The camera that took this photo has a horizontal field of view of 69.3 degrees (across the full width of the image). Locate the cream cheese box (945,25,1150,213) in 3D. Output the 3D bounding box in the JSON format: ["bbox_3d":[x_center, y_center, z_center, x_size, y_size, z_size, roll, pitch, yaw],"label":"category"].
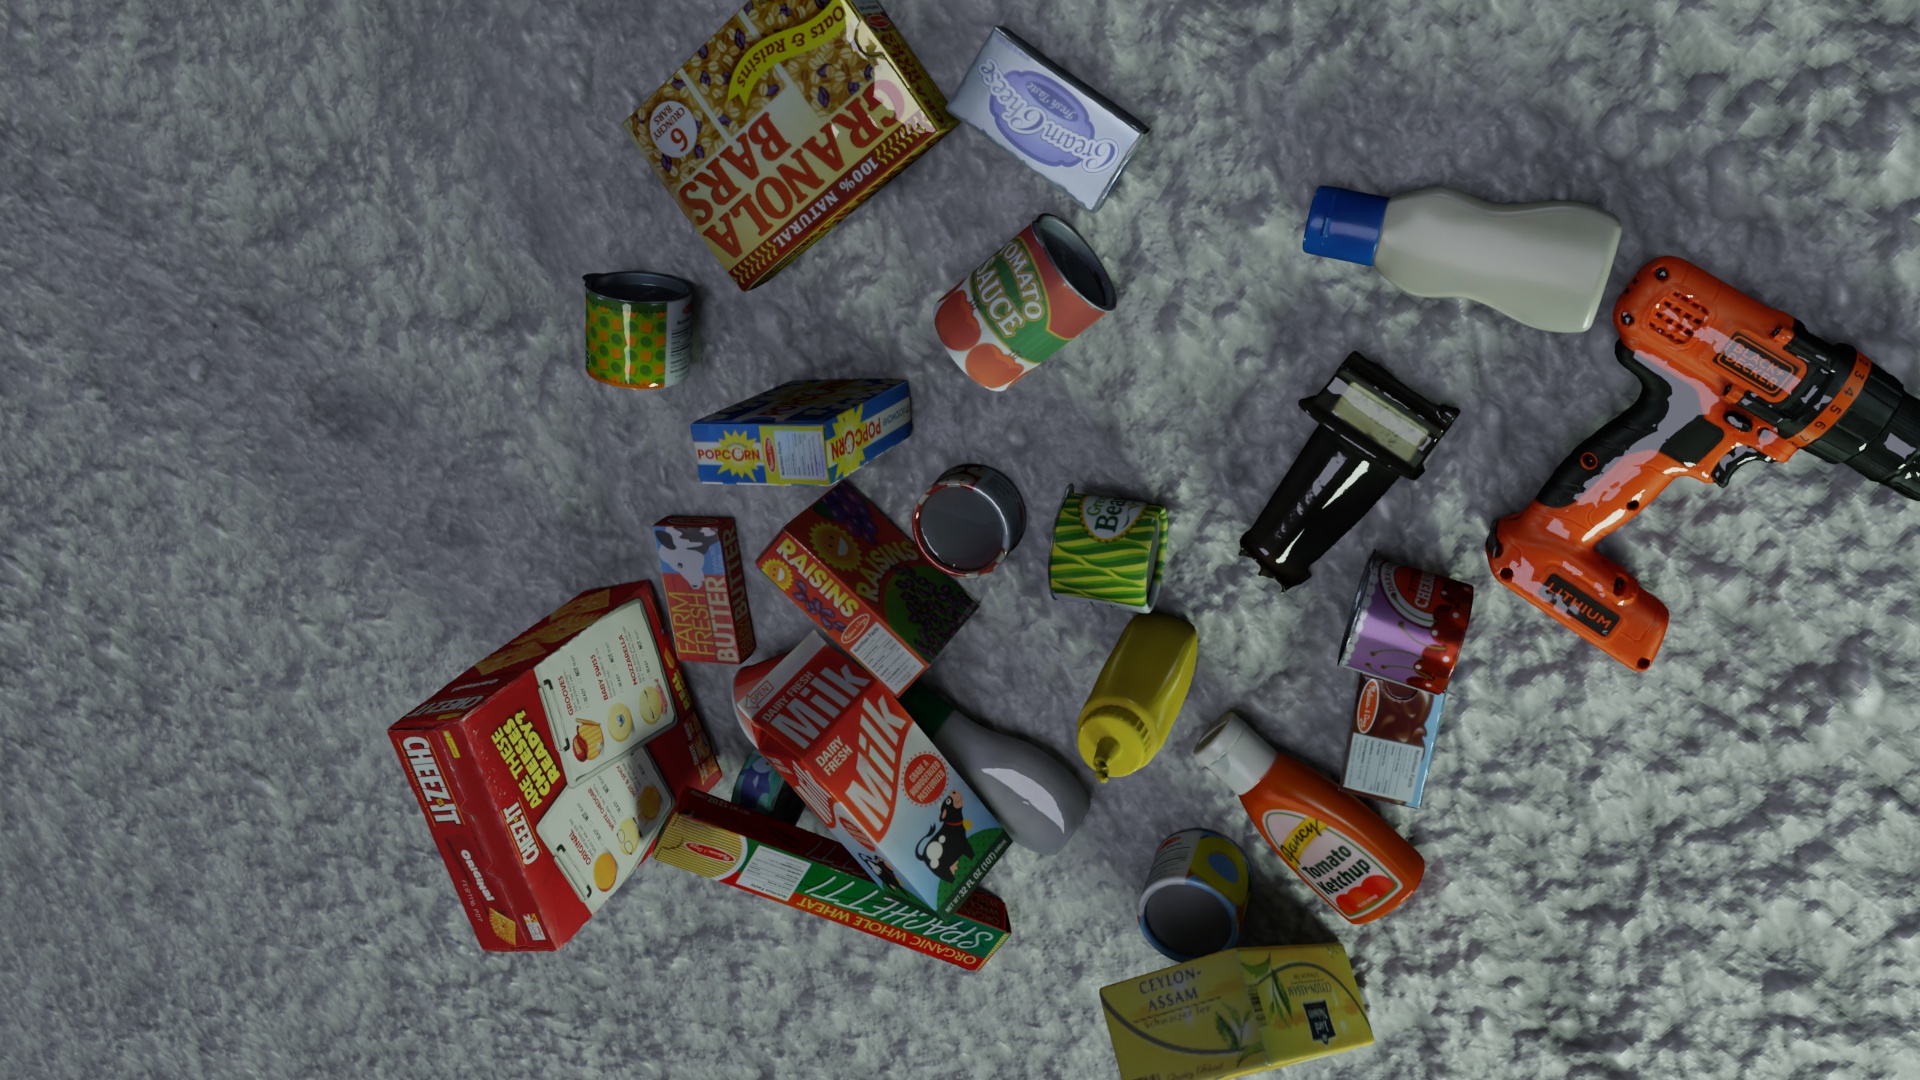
[{"bbox_3d":[0.048,-0.233,0.768,0.104,0.024,0.053,37,119,4],"label":"cream cheese box"}]

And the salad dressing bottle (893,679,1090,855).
[{"bbox_3d":[0.015,0.148,0.924,0.148,0.044,0.064,36,124,6],"label":"salad dressing bottle"}]

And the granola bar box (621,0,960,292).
[{"bbox_3d":[-0.102,-0.243,0.813,0.165,0.039,0.124,-33,97,29],"label":"granola bar box"}]

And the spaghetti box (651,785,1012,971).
[{"bbox_3d":[-0.085,0.235,0.954,0.250,0.029,0.050,24,120,-15],"label":"spaghetti box"}]

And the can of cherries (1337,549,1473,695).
[{"bbox_3d":[0.250,0.046,0.778,0.058,0.072,0.071,17,116,14],"label":"can of cherries"}]

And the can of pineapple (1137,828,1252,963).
[{"bbox_3d":[0.153,0.231,0.895,0.071,0.058,0.070,7,113,18],"label":"can of pineapple"}]

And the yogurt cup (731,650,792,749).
[{"bbox_3d":[-0.115,0.107,0.946,0.054,0.072,0.072,-28,99,20],"label":"yogurt cup"}]

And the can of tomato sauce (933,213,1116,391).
[{"bbox_3d":[0.034,-0.134,0.787,0.083,0.071,0.071,-35,96,29],"label":"can of tomato sauce"}]

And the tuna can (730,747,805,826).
[{"bbox_3d":[-0.133,0.179,0.978,0.033,0.071,0.070,16,116,16],"label":"tuna can"}]

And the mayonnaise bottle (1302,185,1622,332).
[{"bbox_3d":[0.254,-0.151,0.713,0.148,0.041,0.064,16,114,16],"label":"mayonnaise bottle"}]

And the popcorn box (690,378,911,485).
[{"bbox_3d":[-0.091,-0.067,0.829,0.085,0.127,0.038,2,108,20],"label":"popcorn box"}]

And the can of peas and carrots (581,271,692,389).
[{"bbox_3d":[-0.207,-0.134,0.881,0.071,0.071,0.058,14,116,15],"label":"can of peas and carrots"}]

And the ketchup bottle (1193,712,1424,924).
[{"bbox_3d":[0.210,0.168,0.856,0.149,0.044,0.064,42,130,1],"label":"ketchup bottle"}]

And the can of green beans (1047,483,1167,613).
[{"bbox_3d":[0.089,0.007,0.825,0.058,0.071,0.071,8,114,17],"label":"can of green beans"}]

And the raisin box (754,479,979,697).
[{"bbox_3d":[-0.058,0.028,0.878,0.123,0.086,0.040,43,124,0],"label":"raisin box"}]

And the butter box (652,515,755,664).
[{"bbox_3d":[-0.177,0.034,0.962,0.053,0.024,0.103,1,111,21],"label":"butter box"}]

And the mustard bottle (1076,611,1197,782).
[{"bbox_3d":[0.099,0.095,0.803,0.049,0.161,0.065,15,114,16],"label":"mustard bottle"}]

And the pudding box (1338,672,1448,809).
[{"bbox_3d":[0.257,0.113,0.824,0.050,0.030,0.083,11,114,18],"label":"pudding box"}]

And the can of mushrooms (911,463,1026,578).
[{"bbox_3d":[0.003,-0.011,0.870,0.071,0.033,0.070,7,114,17],"label":"can of mushrooms"}]

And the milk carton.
[{"bbox_3d":[-0.060,0.149,0.890,0.190,0.072,0.073,53,154,-18],"label":"milk carton"}]
